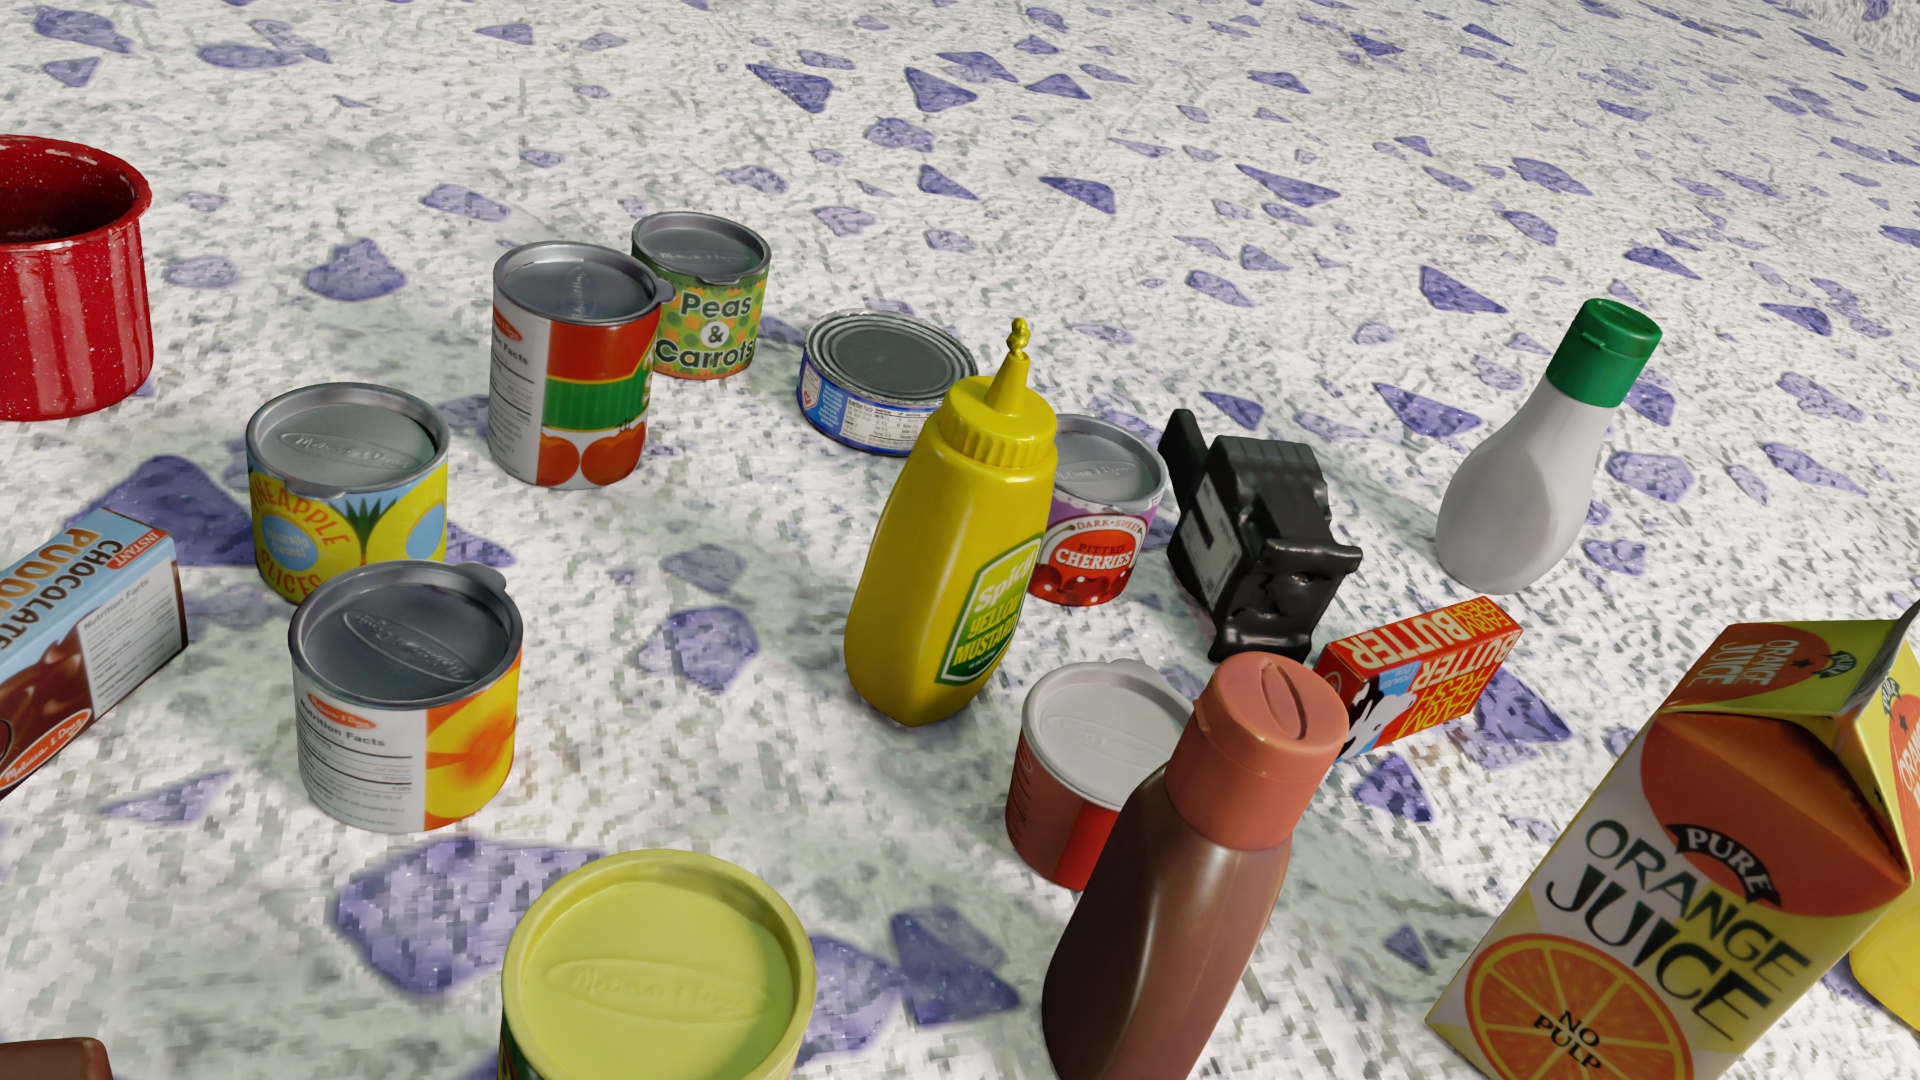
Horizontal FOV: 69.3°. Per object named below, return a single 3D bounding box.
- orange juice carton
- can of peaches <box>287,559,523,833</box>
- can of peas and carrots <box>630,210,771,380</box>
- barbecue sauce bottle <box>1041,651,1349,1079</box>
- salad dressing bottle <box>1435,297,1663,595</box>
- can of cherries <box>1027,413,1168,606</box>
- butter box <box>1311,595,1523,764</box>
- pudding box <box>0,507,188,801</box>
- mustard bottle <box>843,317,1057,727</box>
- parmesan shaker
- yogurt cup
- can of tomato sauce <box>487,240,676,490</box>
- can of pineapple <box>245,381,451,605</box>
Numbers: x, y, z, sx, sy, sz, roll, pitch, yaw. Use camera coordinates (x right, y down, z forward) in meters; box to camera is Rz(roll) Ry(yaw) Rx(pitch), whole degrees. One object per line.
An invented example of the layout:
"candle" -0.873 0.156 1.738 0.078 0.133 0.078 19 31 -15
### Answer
"orange juice carton" 0.224 0.097 0.415 0.073 0.191 0.072 38 41 27
"can of peaches" -0.172 0.048 0.437 0.071 0.057 0.071 11 36 -8
"can of peas and carrots" -0.128 -0.117 0.672 0.071 0.058 0.071 11 36 -8
"barbecue sauce bottle" 0.062 0.096 0.389 0.044 0.147 0.065 9 36 -10
"salad dressing bottle" 0.278 -0.042 0.659 0.044 0.146 0.064 -14 46 -35
"can of cherries" 0.051 -0.012 0.604 0.071 0.058 0.072 11 36 -8
"butter box" 0.181 0.057 0.568 0.104 0.052 0.024 -11 44 -33
"pudding box" -0.277 0.033 0.422 0.030 0.049 0.084 20 36 4
"mustard bottle" 0.002 -0.006 0.491 0.049 0.159 0.065 35 40 24
"parmesan shaker" -0.076 0.133 0.324 0.071 0.102 0.072 11 36 -8
"yogurt cup" 0.048 0.084 0.480 0.072 0.053 0.073 11 36 -8
"can of tomato sauce" -0.160 -0.073 0.580 0.071 0.082 0.071 11 36 -8
"can of pineapple" -0.221 -0.015 0.500 0.071 0.057 0.071 11 36 -8
